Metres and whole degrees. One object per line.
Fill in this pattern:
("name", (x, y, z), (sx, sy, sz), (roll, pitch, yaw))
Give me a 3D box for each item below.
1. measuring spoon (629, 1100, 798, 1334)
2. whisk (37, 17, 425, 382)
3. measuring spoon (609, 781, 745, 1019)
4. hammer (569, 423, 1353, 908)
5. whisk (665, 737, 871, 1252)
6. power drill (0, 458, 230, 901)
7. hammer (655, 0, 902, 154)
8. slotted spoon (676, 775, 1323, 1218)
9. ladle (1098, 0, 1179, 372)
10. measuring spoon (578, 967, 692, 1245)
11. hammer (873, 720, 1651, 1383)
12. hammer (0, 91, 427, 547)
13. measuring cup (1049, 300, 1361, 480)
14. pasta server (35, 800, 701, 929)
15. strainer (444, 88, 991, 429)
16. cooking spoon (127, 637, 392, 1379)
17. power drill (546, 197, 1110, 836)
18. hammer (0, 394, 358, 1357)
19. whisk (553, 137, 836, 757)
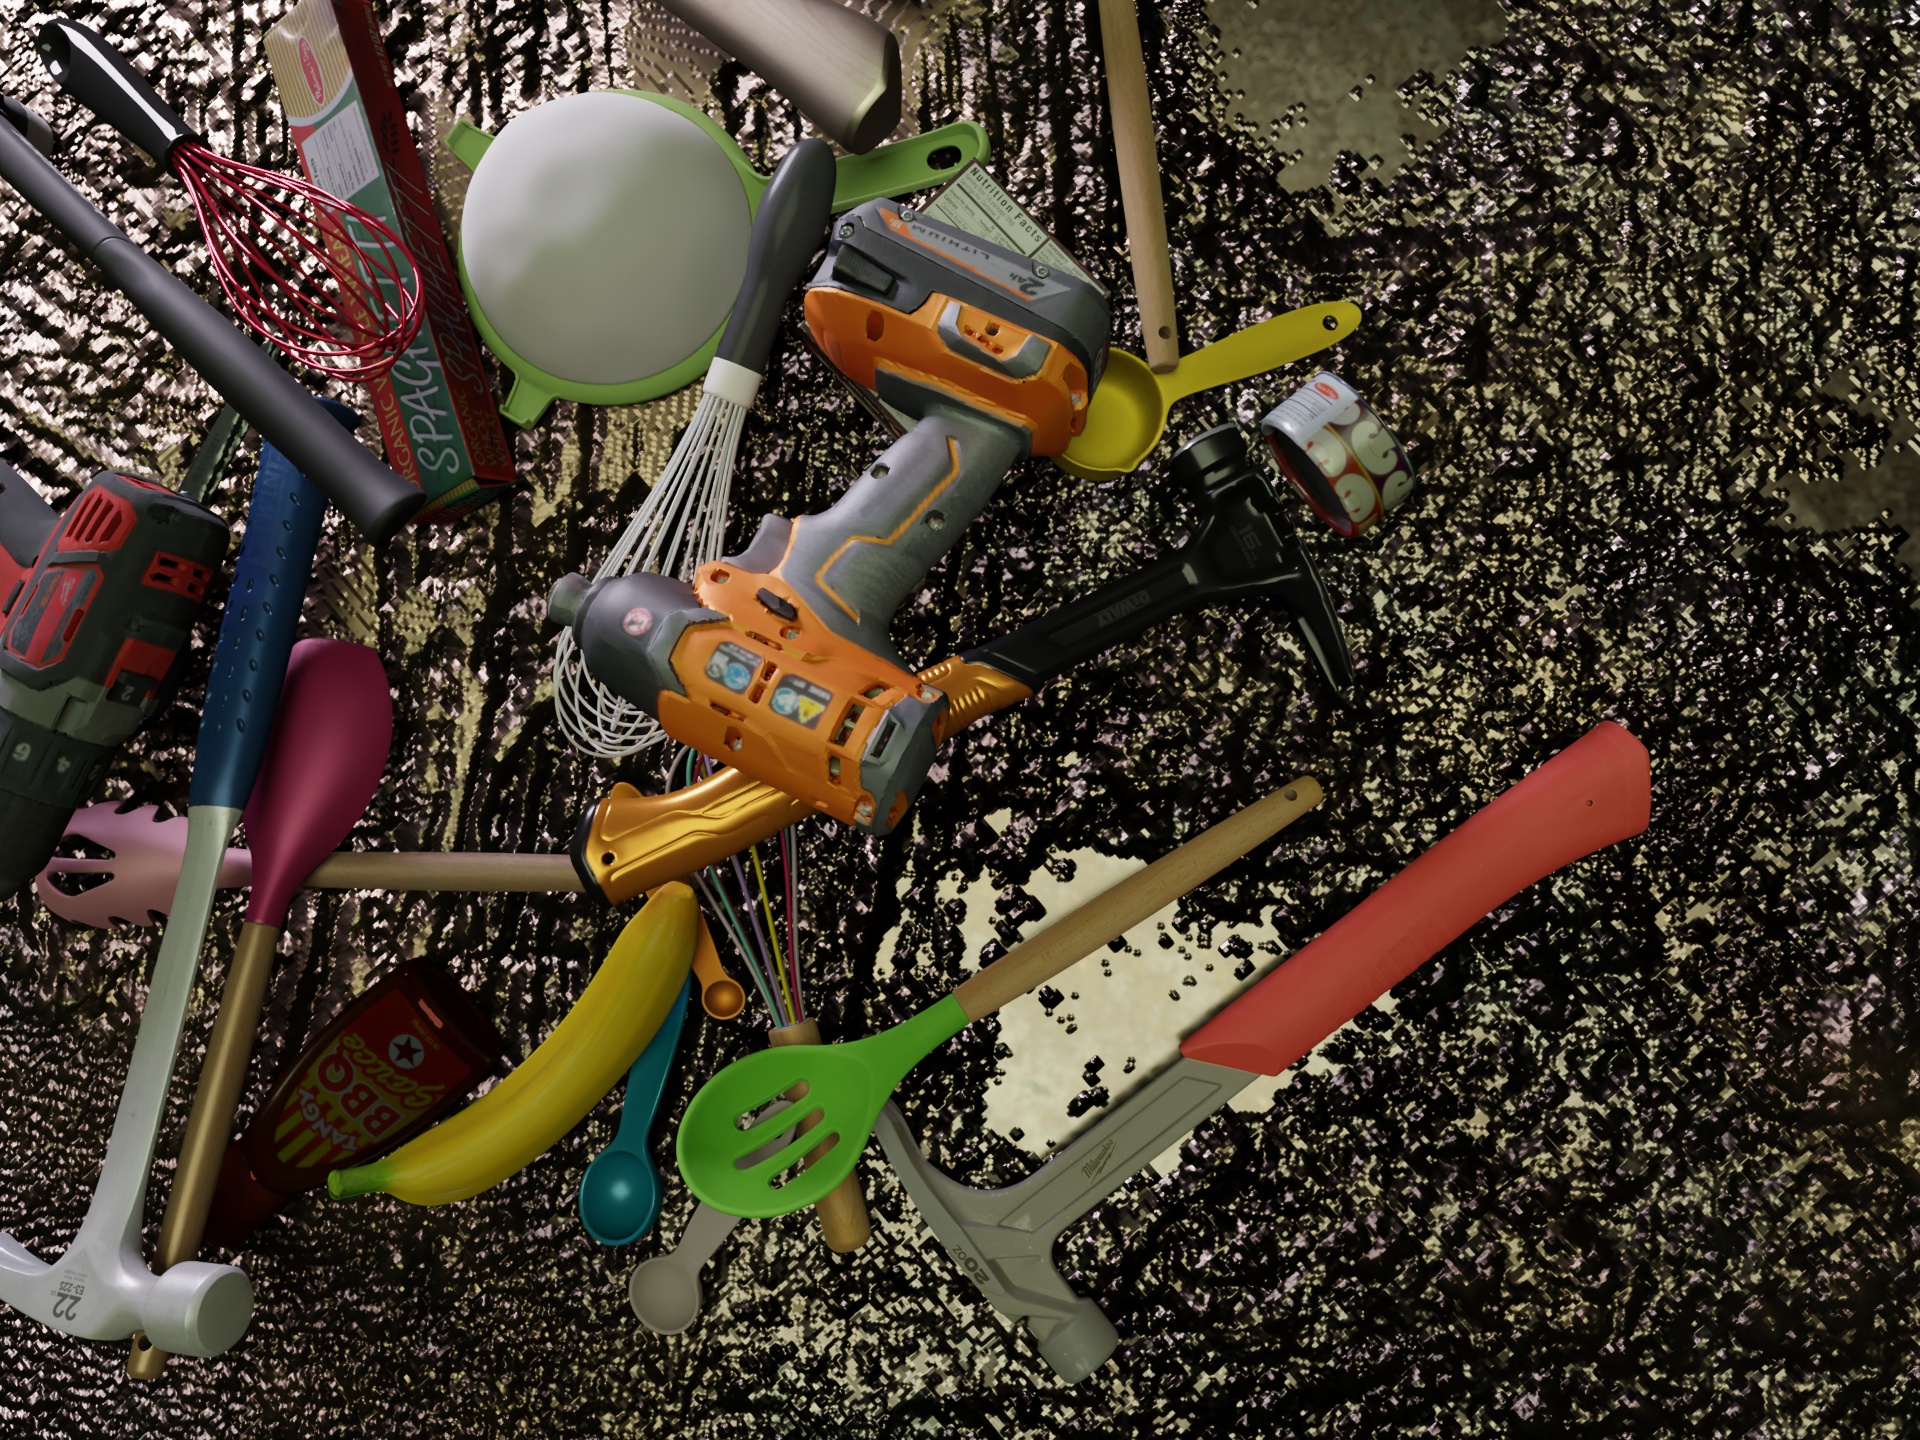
("measuring spoon", (-0.103, 0.214, 0.695), (0.034, 0.018, 0.124), (35, 100, 13))
("whisk", (-0.340, -0.245, 0.720), (0.296, 0.073, 0.073), (41, 90, 22))
("measuring spoon", (-0.126, 0.080, 0.708), (0.021, 0.011, 0.117), (-25, 96, 3))
("hammer", (-0.001, -0.002, 0.669), (0.337, 0.034, 0.127), (-26, 84, -9))
("whisk", (-0.080, 0.112, 0.702), (0.047, 0.051, 0.245), (-16, 88, 39))
("power drill", (-0.440, -0.044, 0.696), (0.227, 0.080, 0.188), (25, 88, 21))
("hammer", (-0.191, -0.382, 0.726), (0.411, 0.038, 0.146), (42, 92, 13))
("slotted spoon", (0.023, 0.110, 0.673), (0.314, 0.031, 0.070), (-31, 61, -8))
("ladle", (0.072, -0.311, 0.696), (0.078, 0.062, 0.320), (-5, 82, -8))
("measuring spoon", (-0.136, 0.169, 0.713), (0.042, 0.021, 0.129), (7, 77, 30))
("hammer", (0.137, 0.115, 0.679), (0.359, 0.036, 0.149), (-39, 83, 2))
("hammer", (-0.355, -0.191, 0.686), (0.335, 0.146, 0.035), (42, 88, 9))
("measuring cup", (0.106, -0.152, 0.712), (0.156, 0.029, 0.062), (-22, 83, -8))
("pasta server", (-0.275, 0.068, 0.728), (0.316, 0.040, 0.060), (1, 86, 2))
("strainer", (-0.114, -0.235, 0.711), (0.256, 0.069, 0.151), (-13, 85, 6))
("cooking spoon", (-0.308, 0.114, 0.687), (0.069, 0.017, 0.319), (7, 74, 2))
("power drill", (-0.051, -0.087, 0.632), (0.164, 0.084, 0.226), (25, 78, 8))
("hammer", (-0.329, 0.049, 0.684), (0.144, 0.035, 0.406), (0, 72, 19))
("whisk", (-0.111, -0.117, 0.692), (0.070, 0.070, 0.284), (21, 95, 7))
